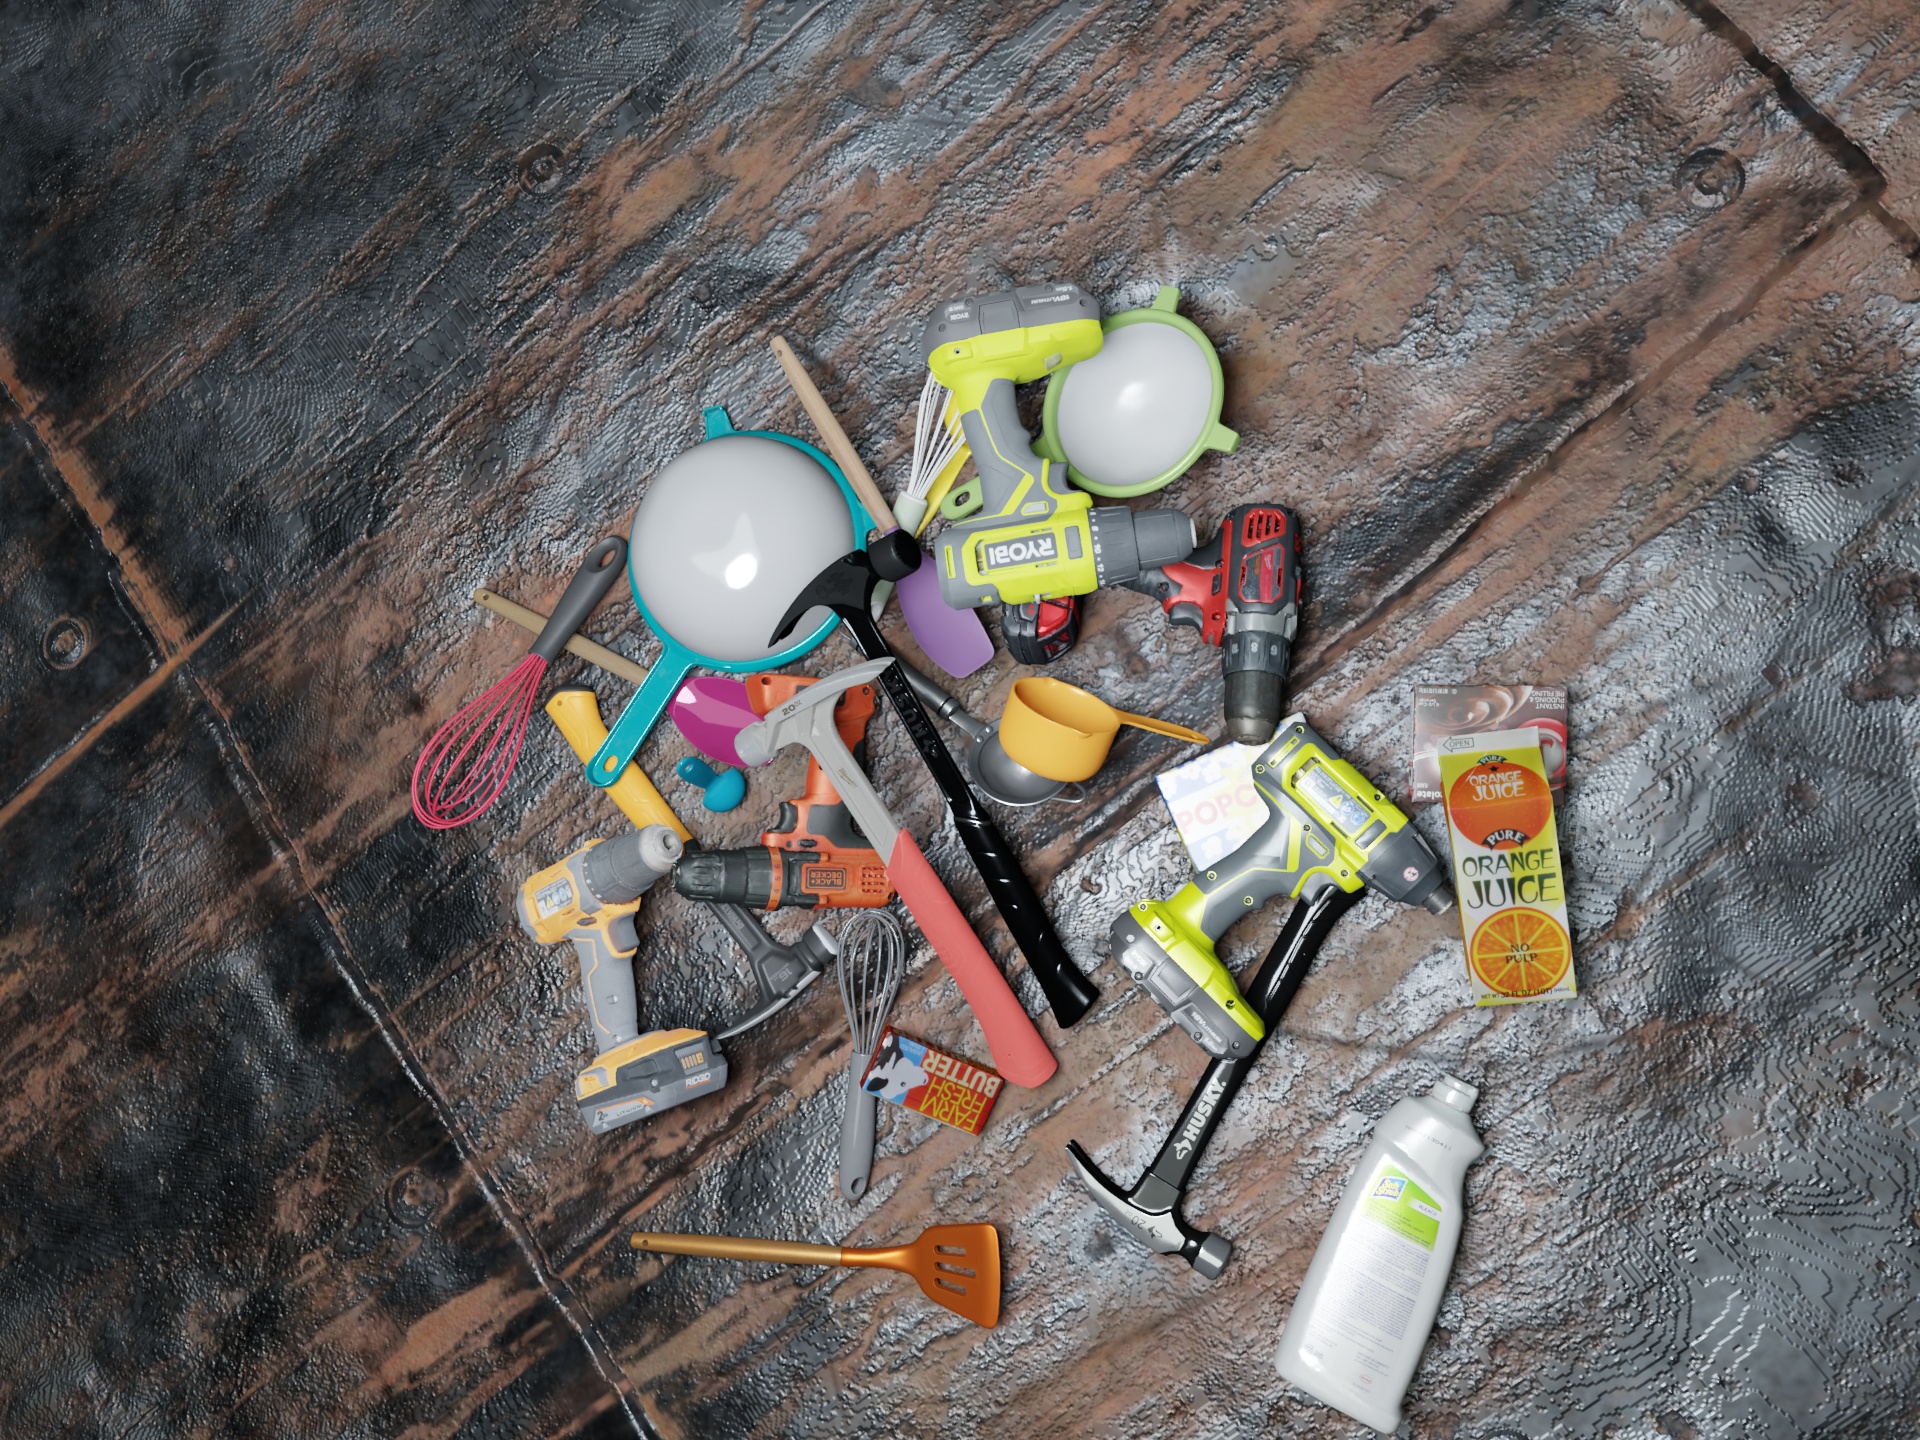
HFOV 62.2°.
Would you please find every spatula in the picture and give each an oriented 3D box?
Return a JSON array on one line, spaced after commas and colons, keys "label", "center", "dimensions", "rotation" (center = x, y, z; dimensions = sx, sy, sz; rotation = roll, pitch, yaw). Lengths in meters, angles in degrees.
[{"label": "spatula", "center": [-0.120, 0.433, 1.285], "dimensions": [0.322, 0.041, 0.081], "rotation": [-1, 86, 14]}, {"label": "spatula", "center": [-0.071, -0.174, 1.281], "dimensions": [0.060, 0.018, 0.316], "rotation": [-33, 85, 30]}]

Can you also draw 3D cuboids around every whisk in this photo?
[{"label": "whisk", "center": [-0.035, -0.189, 1.296], "dimensions": [0.059, 0.057, 0.246], "rotation": [42, 113, 50]}, {"label": "whisk", "center": [-0.367, -0.036, 1.346], "dimensions": [0.073, 0.073, 0.296], "rotation": [26, 73, 14]}, {"label": "whisk", "center": [-0.080, 0.270, 1.286], "dimensions": [0.055, 0.055, 0.239], "rotation": [5, 91, 14]}]

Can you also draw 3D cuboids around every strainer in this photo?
[{"label": "strainer", "center": [-0.223, -0.096, 1.308], "dimensions": [0.211, 0.095, 0.340], "rotation": [31, 87, 13]}, {"label": "strainer", "center": [0.102, -0.220, 1.276], "dimensions": [0.256, 0.069, 0.152], "rotation": [-27, 69, 24]}, {"label": "strainer", "center": [-0.002, -0.004, 1.289], "dimensions": [0.258, 0.050, 0.087], "rotation": [38, 65, 16]}]

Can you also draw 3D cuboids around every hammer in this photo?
[{"label": "hammer", "center": [0.210, 0.248, 1.223], "dimensions": [0.146, 0.035, 0.335], "rotation": [29, 93, 13]}, {"label": "hammer", "center": [-0.023, 0.127, 1.220], "dimensions": [0.149, 0.037, 0.359], "rotation": [-27, 102, 29]}, {"label": "hammer", "center": [-0.005, 0.061, 1.230], "dimensions": [0.149, 0.036, 0.409], "rotation": [-24, 99, 33]}, {"label": "hammer", "center": [-0.249, 0.107, 1.346], "dimensions": [0.127, 0.034, 0.337], "rotation": [-41, 78, 6]}]

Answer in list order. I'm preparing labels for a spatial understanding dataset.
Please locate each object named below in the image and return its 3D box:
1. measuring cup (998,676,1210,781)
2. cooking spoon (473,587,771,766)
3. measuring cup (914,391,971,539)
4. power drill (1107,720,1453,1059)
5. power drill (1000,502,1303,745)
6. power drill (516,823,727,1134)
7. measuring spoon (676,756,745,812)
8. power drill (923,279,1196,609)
[{"label": "measuring cup", "center": [0.111, 0.017, 1.235], "dimensions": [0.173, 0.095, 0.052], "rotation": [12, 114, -22]}, {"label": "cooking spoon", "center": [-0.290, -0.045, 1.375], "dimensions": [0.319, 0.017, 0.069], "rotation": [26, 86, 14]}, {"label": "measuring cup", "center": [-0.012, -0.211, 1.314], "dimensions": [0.062, 0.029, 0.156], "rotation": [33, 92, 14]}, {"label": "power drill", "center": [0.234, 0.136, 1.170], "dimensions": [0.171, 0.080, 0.223], "rotation": [45, 95, 10]}, {"label": "power drill", "center": [0.149, -0.078, 1.232], "dimensions": [0.227, 0.080, 0.188], "rotation": [3, 75, 11]}, {"label": "power drill", "center": [-0.265, 0.203, 1.292], "dimensions": [0.185, 0.084, 0.226], "rotation": [-28, 77, 37]}, {"label": "measuring spoon", "center": [-0.201, 0.052, 1.288], "dimensions": [0.021, 0.128, 0.042], "rotation": [40, 86, 16]}, {"label": "power drill", "center": [0.068, -0.203, 1.191], "dimensions": [0.190, 0.080, 0.228], "rotation": [-9, 83, 6]}]
